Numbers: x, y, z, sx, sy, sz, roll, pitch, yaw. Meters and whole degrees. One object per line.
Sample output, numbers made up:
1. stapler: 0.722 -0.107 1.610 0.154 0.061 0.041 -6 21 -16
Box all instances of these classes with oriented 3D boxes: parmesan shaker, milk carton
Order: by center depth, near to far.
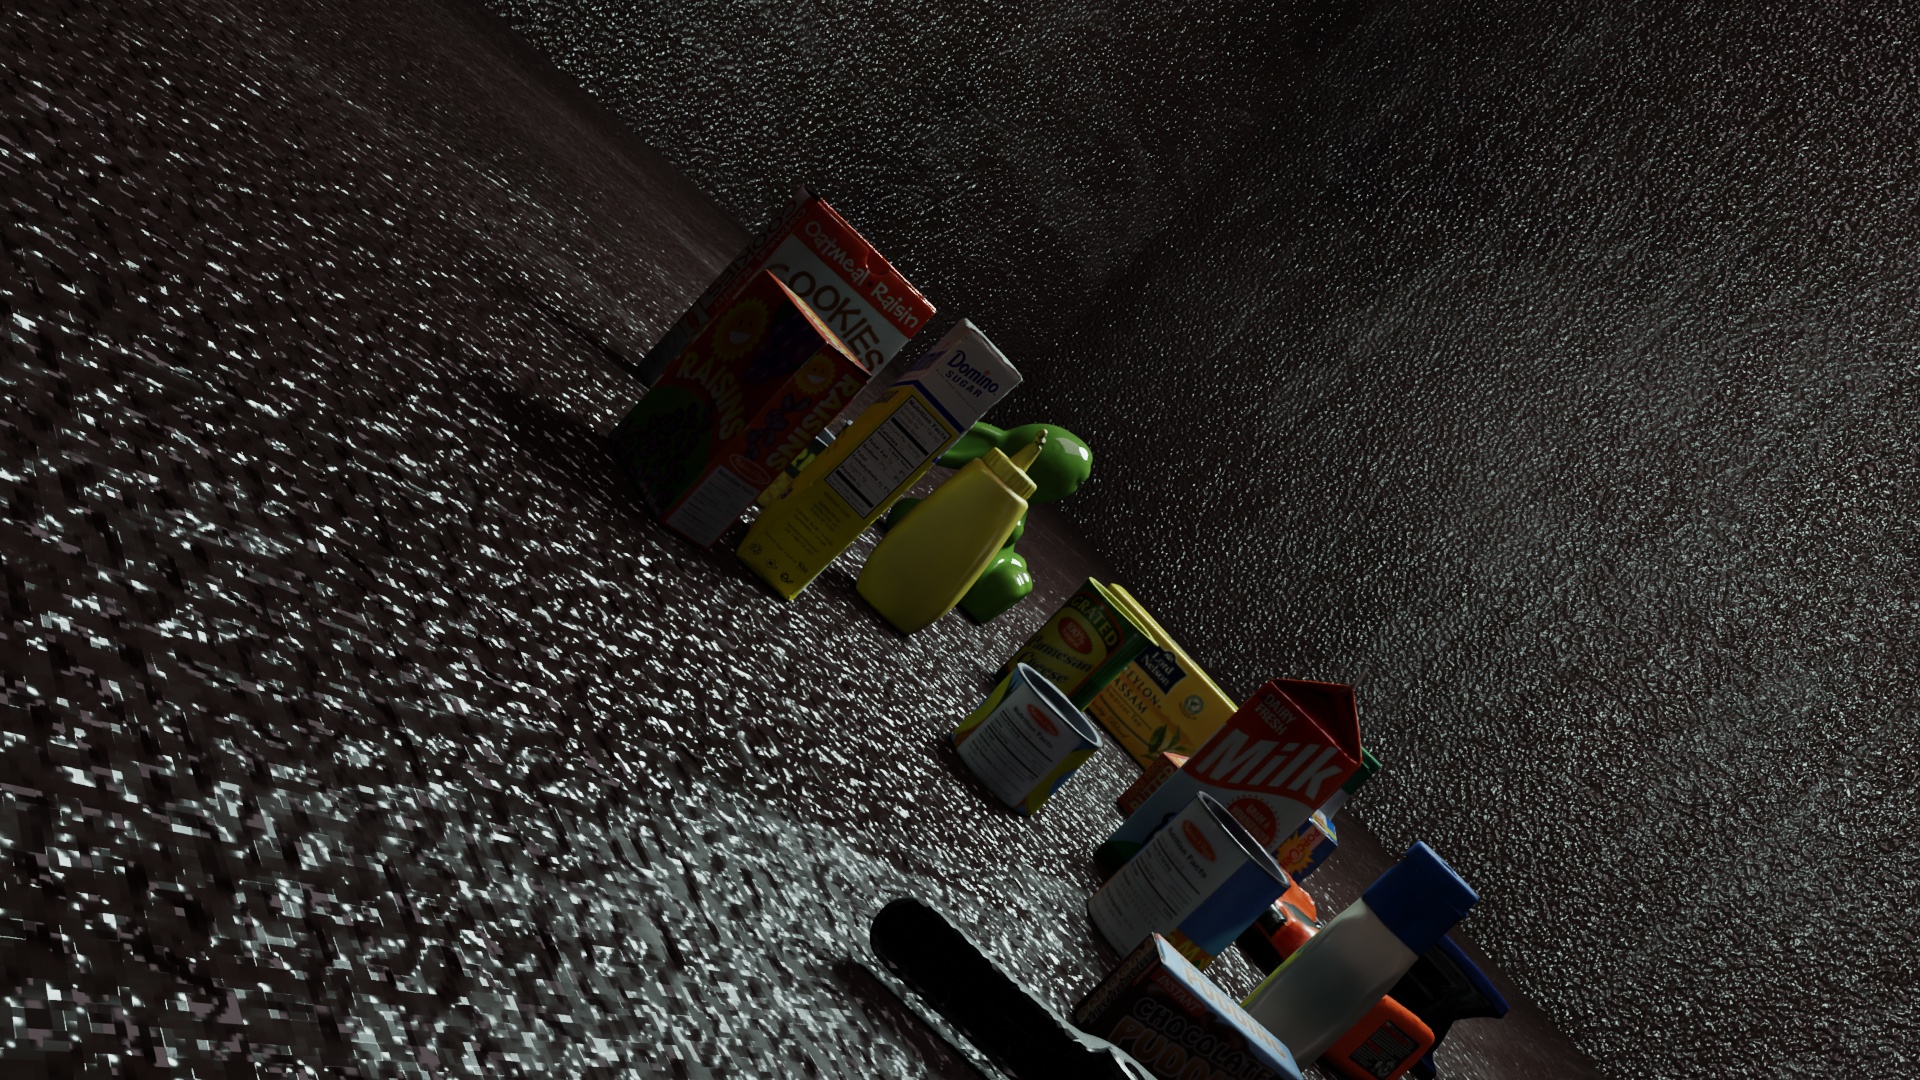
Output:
1. milk carton: 0.177 0.146 0.836 0.073 0.190 0.072 46 6 16
2. parmesan shaker: 0.085 0.088 1.025 0.071 0.103 0.071 43 6 -6

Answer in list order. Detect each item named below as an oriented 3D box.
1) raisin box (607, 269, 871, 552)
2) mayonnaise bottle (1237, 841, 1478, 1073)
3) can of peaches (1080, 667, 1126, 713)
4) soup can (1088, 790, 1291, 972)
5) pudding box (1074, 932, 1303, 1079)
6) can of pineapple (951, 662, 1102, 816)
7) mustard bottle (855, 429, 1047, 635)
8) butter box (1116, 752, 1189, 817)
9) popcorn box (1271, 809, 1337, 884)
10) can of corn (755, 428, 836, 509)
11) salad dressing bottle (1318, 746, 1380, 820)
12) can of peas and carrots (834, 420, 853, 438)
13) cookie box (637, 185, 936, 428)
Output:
1. raisin box: -0.114 -0.067 0.710 0.040 0.123 0.086 38 9 -45
2. mayonnaise bottle: 0.172 0.202 0.641 0.041 0.148 0.064 47 7 24
3. can of peaches: 0.099 0.106 1.191 0.071 0.058 0.071 43 6 -6
4. soup can: 0.119 0.184 0.720 0.071 0.083 0.071 43 6 -6
5. pudding box: 0.094 0.207 0.570 0.083 0.049 0.030 43 6 -9
6. can of pineapple: 0.037 0.112 0.786 0.071 0.058 0.071 43 6 -6
7. mustard bottle: 0.003 -0.011 0.906 0.065 0.160 0.049 44 6 -1
8. butter box: 0.155 0.187 1.044 0.024 0.053 0.103 47 7 23
9. popcorn box: 0.262 0.255 1.125 0.038 0.085 0.126 45 7 13
10. can of corn: -0.116 -0.054 0.905 0.071 0.058 0.071 43 6 -6
11. salad dressing bottle: 0.304 0.237 1.221 0.064 0.147 0.044 44 6 -3
12. can of peas and carrots: -0.083 -0.051 1.071 0.071 0.058 0.071 43 6 -6
13. cookie box: -0.116 -0.138 0.948 0.122 0.167 0.040 39 8 -39
